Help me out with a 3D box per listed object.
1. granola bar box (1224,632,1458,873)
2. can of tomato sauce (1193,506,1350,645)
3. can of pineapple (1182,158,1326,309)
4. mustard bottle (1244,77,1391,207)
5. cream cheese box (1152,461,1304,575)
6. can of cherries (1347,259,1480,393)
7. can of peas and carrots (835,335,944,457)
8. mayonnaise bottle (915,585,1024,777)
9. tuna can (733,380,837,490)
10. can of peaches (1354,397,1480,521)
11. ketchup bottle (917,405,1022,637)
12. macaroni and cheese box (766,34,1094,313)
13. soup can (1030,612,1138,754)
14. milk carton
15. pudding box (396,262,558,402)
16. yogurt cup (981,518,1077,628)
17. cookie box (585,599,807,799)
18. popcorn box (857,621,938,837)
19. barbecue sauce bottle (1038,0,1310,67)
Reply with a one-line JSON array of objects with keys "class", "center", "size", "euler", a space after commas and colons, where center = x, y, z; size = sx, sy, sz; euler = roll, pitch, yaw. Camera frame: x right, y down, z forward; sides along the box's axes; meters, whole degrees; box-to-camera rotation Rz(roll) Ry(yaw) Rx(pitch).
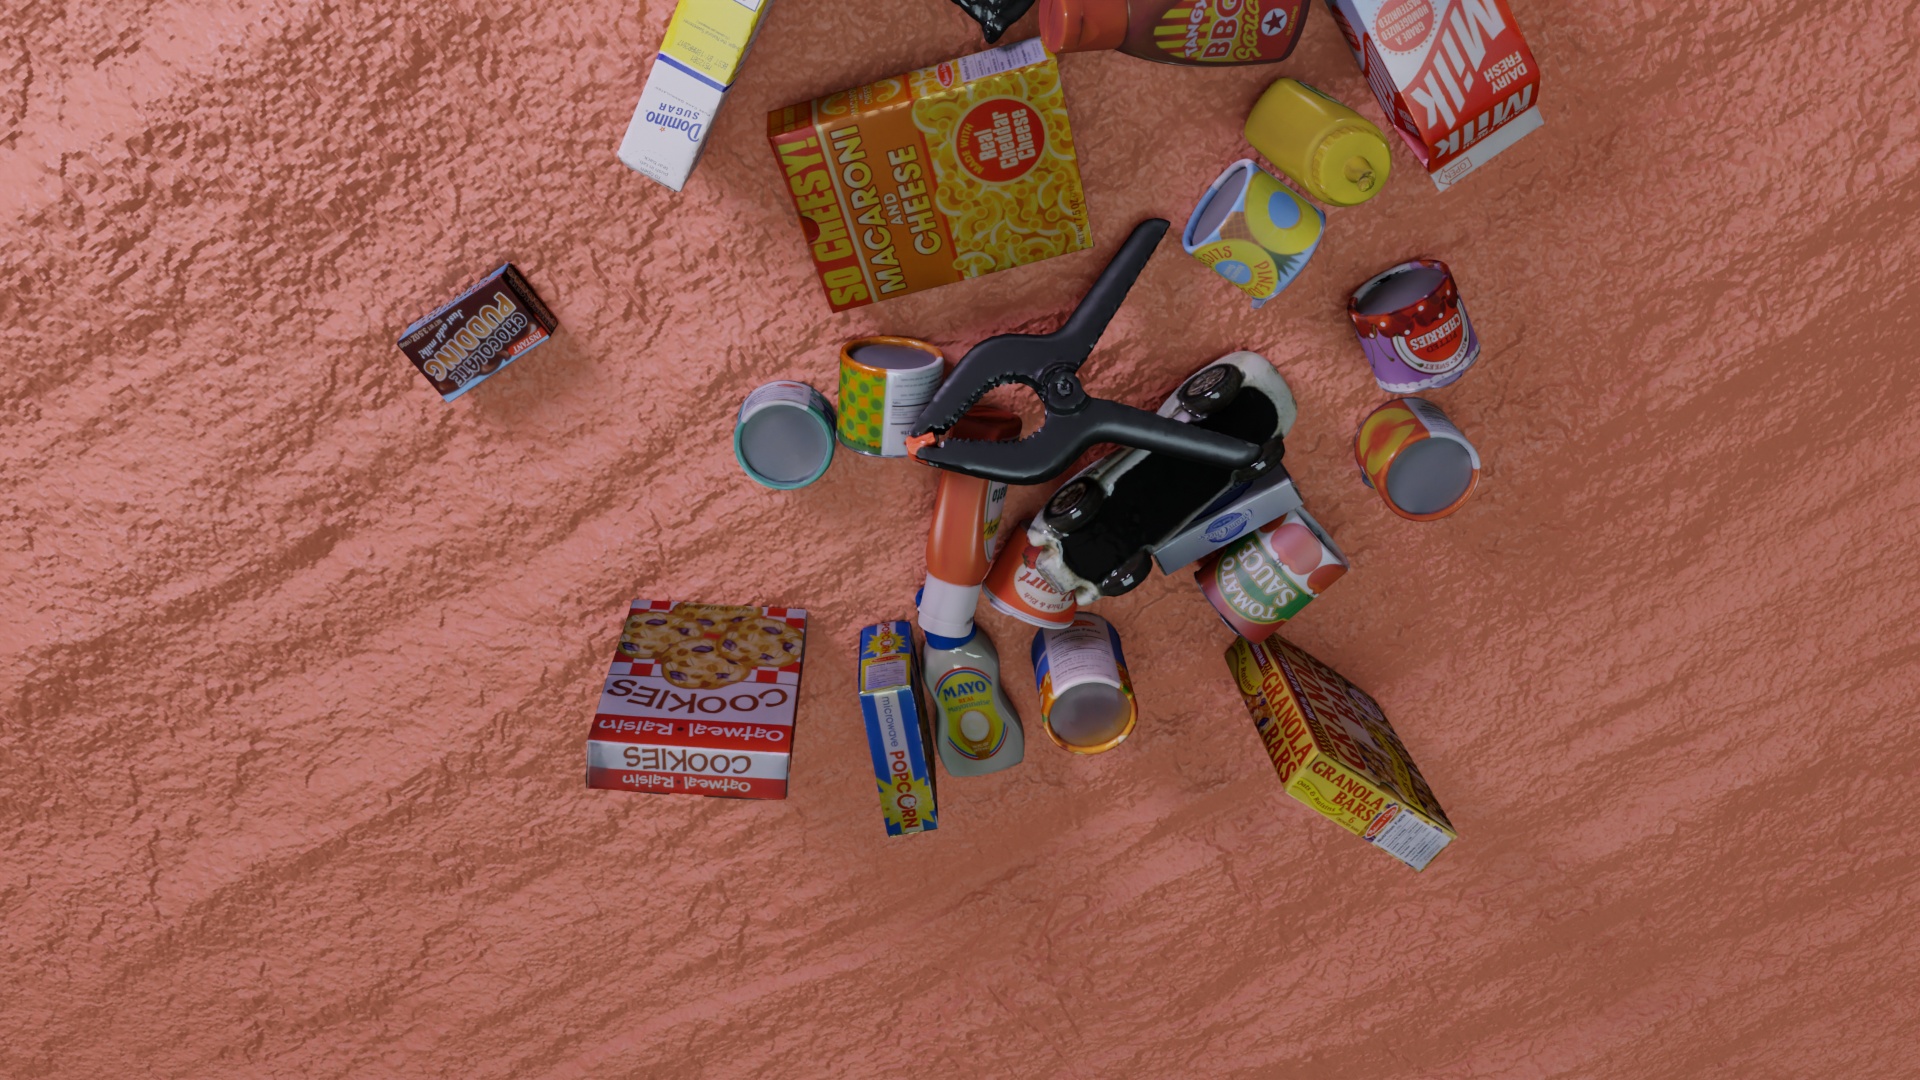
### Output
[{"class": "granola bar box", "center": [0.257, 0.137, 0.955], "size": [0.124, 0.166, 0.039], "euler": [32, 110, -18]}, {"class": "can of tomato sauce", "center": [0.212, 0.021, 0.945], "size": [0.071, 0.071, 0.083], "euler": [41, 109, -21]}, {"class": "can of pineapple", "center": [0.175, -0.185, 0.836], "size": [0.058, 0.071, 0.070], "euler": [30, 113, -16]}, {"class": "mustard bottle", "center": [0.205, -0.216, 0.769], "size": [0.065, 0.161, 0.048], "euler": [25, 113, -16]}, {"class": "cream cheese box", "center": [0.173, -0.021, 0.931], "size": [0.103, 0.053, 0.024], "euler": [-29, 118, 12]}, {"class": "can of cherries", "center": [0.284, -0.133, 0.867], "size": [0.071, 0.072, 0.058], "euler": [-26, 116, 11]}, {"class": "can of peas and carrots", "center": [-0.046, -0.093, 0.877], "size": [0.071, 0.071, 0.058], "euler": [3, 117, -4]}, {"class": "mayonnaise bottle", "center": [0.002, 0.099, 0.992], "size": [0.065, 0.041, 0.147], "euler": [-13, 117, 4]}, {"class": "tuna can", "center": [-0.113, -0.066, 0.905], "size": [0.071, 0.033, 0.070], "euler": [-1, 117, -2]}, {"class": "can of peaches", "center": [0.300, -0.052, 0.918], "size": [0.071, 0.058, 0.071], "euler": [-1, 118, -3]}, {"class": "ketchup bottle", "center": [0.003, -0.011, 0.907], "size": [0.043, 0.065, 0.148], "euler": [16, 106, 13]}, {"class": "macaroni and cheese box", "center": [-0.015, -0.211, 0.813], "size": [0.166, 0.040, 0.123], "euler": [-14, 132, 5]}, {"class": "soup can", "center": [0.086, 0.102, 0.974], "size": [0.071, 0.084, 0.071], "euler": [-1, 118, -2]}, {"class": "milk carton", "center": [0.259, -0.293, 0.781], "size": [0.072, 0.074, 0.190], "euler": [-33, 115, 14]}, {"class": "pudding box", "center": [-0.300, -0.129, 0.864], "size": [0.083, 0.030, 0.049], "euler": [-29, 116, 12]}, {"class": "yogurt cup", "center": [0.055, 0.021, 0.942], "size": [0.072, 0.072, 0.053], "euler": [19, 107, -12]}, {"class": "cookie box", "center": [-0.168, 0.101, 0.913], "size": [0.123, 0.168, 0.040], "euler": [4, 118, -5]}, {"class": "popcorn box", "center": [-0.044, 0.132, 0.983], "size": [0.038, 0.085, 0.126], "euler": [-8, 118, 1]}, {"class": "barbecue sauce bottle", "center": [0.118, -0.292, 0.766], "size": [0.149, 0.044, 0.064], "euler": [-10, 138, -18]}]
